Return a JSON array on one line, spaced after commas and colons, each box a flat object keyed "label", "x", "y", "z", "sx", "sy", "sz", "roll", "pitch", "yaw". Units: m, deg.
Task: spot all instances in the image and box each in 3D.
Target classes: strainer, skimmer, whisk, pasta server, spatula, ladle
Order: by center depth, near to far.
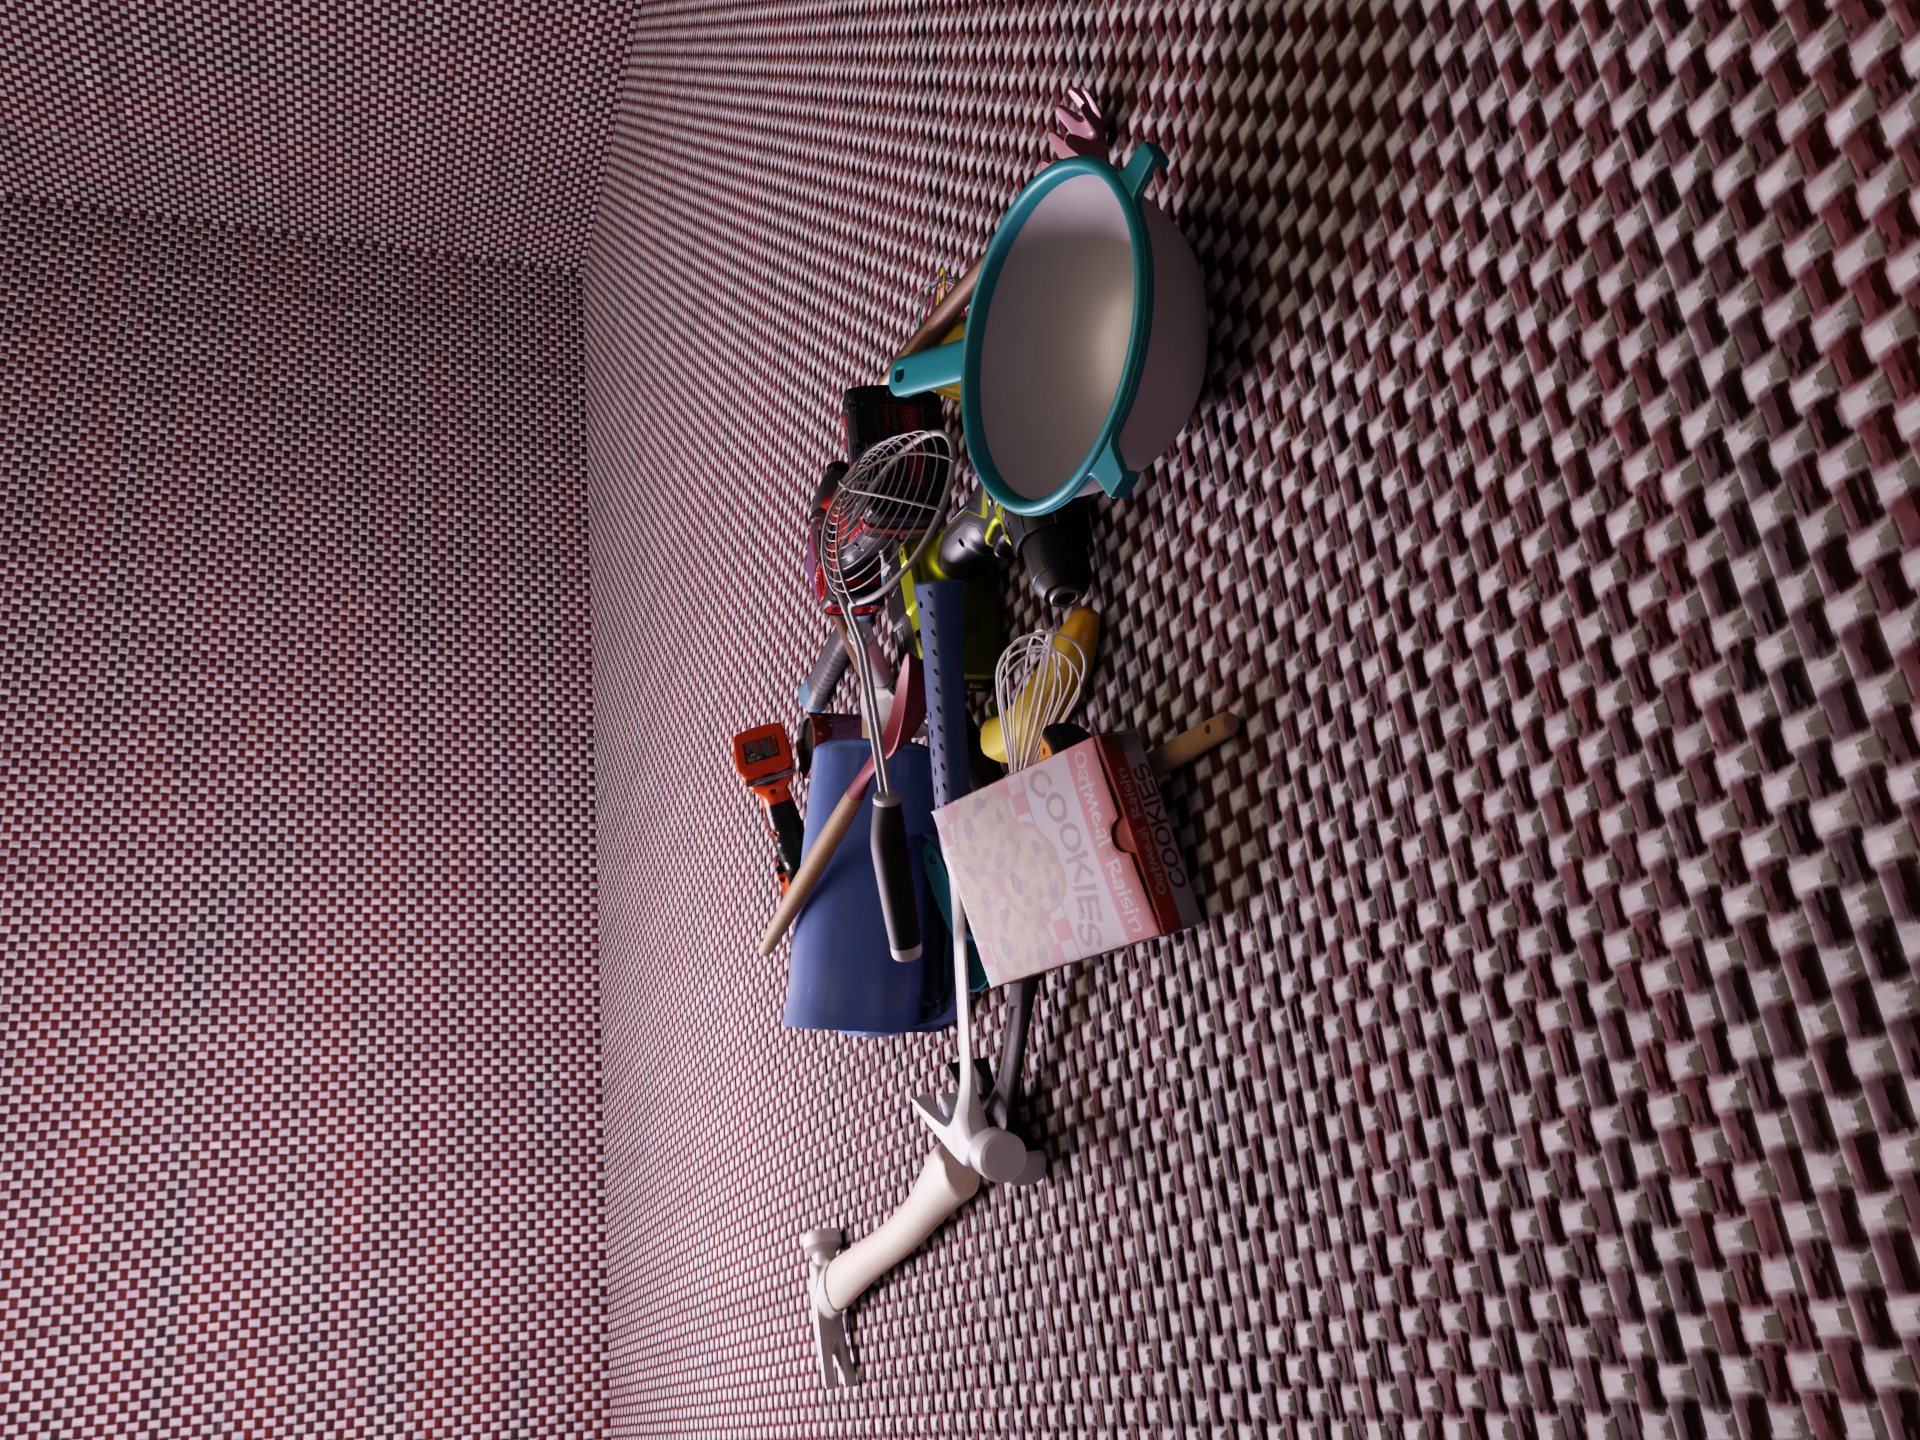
[{"label": "strainer", "x": 0.059, "y": -0.231, "z": 1.024, "sx": 0.340, "sy": 0.095, "sz": 0.211, "roll": 11, "pitch": 97, "yaw": 64}, {"label": "skimmer", "x": -0.031, "y": -0.010, "z": 1.079, "sx": 0.127, "sy": 0.090, "sz": 0.363, "roll": -148, "pitch": 48, "yaw": -62}, {"label": "whisk", "x": 0.042, "y": 0.038, "z": 1.088, "sx": 0.058, "sy": 0.059, "sz": 0.246, "roll": -97, "pitch": 12, "yaw": -49}, {"label": "pasta server", "x": 0.014, "y": -0.342, "z": 1.180, "sx": 0.316, "sy": 0.040, "sz": 0.060, "roll": -39, "pitch": 37, "yaw": 47}, {"label": "ladle", "x": -0.093, "y": 0.076, "z": 1.234, "sx": 0.315, "sy": 0.031, "sz": 0.069, "roll": -59, "pitch": 18, "yaw": 31}, {"label": "whisk", "x": -0.001, "y": -0.005, "z": 1.250, "sx": 0.239, "sy": 0.055, "sz": 0.055, "roll": -115, "pitch": 34, "yaw": -47}, {"label": "strainer", "x": -0.063, "y": -0.030, "z": 1.253, "sx": 0.087, "sy": 0.050, "sz": 0.258, "roll": 44, "pitch": 172, "yaw": 17}, {"label": "whisk", "x": -0.023, "y": -0.258, "z": 1.343, "sx": 0.047, "sy": 0.051, "sz": 0.244, "roll": 37, "pitch": 129, "yaw": 46}, {"label": "spatula", "x": -0.108, "y": -0.093, "z": 1.490, "sx": 0.316, "sy": 0.018, "sz": 0.059, "roll": -118, "pitch": 35, "yaw": -52}]

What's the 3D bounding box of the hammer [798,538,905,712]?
[{"label": "hammer", "x": -0.104, "y": -0.094, "z": 1.548, "sx": 0.331, "sy": 0.033, "sz": 0.128, "roll": 127, "pitch": 139, "yaw": -57}]

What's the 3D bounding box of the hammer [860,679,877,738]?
[{"label": "hammer", "x": -0.077, "y": 0.121, "z": 1.457, "sx": 0.130, "sy": 0.031, "sz": 0.331, "roll": 161, "pitch": 110, "yaw": -68}]

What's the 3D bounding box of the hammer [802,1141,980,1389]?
[{"label": "hammer", "x": -0.063, "y": 0.466, "z": 1.381, "sx": 0.410, "sy": 0.038, "sz": 0.146, "roll": 122, "pitch": 143, "yaw": -52}]

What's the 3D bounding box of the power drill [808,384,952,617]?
[{"label": "power drill", "x": -0.079, "y": -0.188, "z": 1.346, "sx": 0.219, "sy": 0.078, "sz": 0.143, "roll": 134, "pitch": 132, "yaw": -64}]

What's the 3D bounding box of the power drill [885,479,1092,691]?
[{"label": "power drill", "x": 0.025, "y": -0.118, "z": 1.156, "sx": 0.228, "sy": 0.080, "sz": 0.191, "roll": 124, "pitch": 142, "yaw": -50}]

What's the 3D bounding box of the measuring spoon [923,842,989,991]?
[{"label": "measuring spoon", "x": 0.001, "y": 0.151, "z": 1.237, "sx": 0.042, "sy": 0.021, "sz": 0.129, "roll": -44, "pitch": 56, "yaw": 35}]

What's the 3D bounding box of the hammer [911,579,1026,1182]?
[{"label": "hammer", "x": -0.006, "y": 0.106, "z": 1.119, "sx": 0.144, "sy": 0.035, "sz": 0.405, "roll": 175, "pitch": 92, "yaw": -70}]

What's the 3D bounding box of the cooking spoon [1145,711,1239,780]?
[{"label": "cooking spoon", "x": 0.096, "y": 0.046, "z": 1.031, "sx": 0.319, "sy": 0.017, "sz": 0.069, "roll": 141, "pitch": 129, "yaw": -64}]

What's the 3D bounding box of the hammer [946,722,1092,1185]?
[{"label": "hammer", "x": 0.046, "y": 0.152, "z": 1.096, "sx": 0.127, "sy": 0.034, "sz": 0.336, "roll": -127, "pitch": 39, "yaw": -55}]
